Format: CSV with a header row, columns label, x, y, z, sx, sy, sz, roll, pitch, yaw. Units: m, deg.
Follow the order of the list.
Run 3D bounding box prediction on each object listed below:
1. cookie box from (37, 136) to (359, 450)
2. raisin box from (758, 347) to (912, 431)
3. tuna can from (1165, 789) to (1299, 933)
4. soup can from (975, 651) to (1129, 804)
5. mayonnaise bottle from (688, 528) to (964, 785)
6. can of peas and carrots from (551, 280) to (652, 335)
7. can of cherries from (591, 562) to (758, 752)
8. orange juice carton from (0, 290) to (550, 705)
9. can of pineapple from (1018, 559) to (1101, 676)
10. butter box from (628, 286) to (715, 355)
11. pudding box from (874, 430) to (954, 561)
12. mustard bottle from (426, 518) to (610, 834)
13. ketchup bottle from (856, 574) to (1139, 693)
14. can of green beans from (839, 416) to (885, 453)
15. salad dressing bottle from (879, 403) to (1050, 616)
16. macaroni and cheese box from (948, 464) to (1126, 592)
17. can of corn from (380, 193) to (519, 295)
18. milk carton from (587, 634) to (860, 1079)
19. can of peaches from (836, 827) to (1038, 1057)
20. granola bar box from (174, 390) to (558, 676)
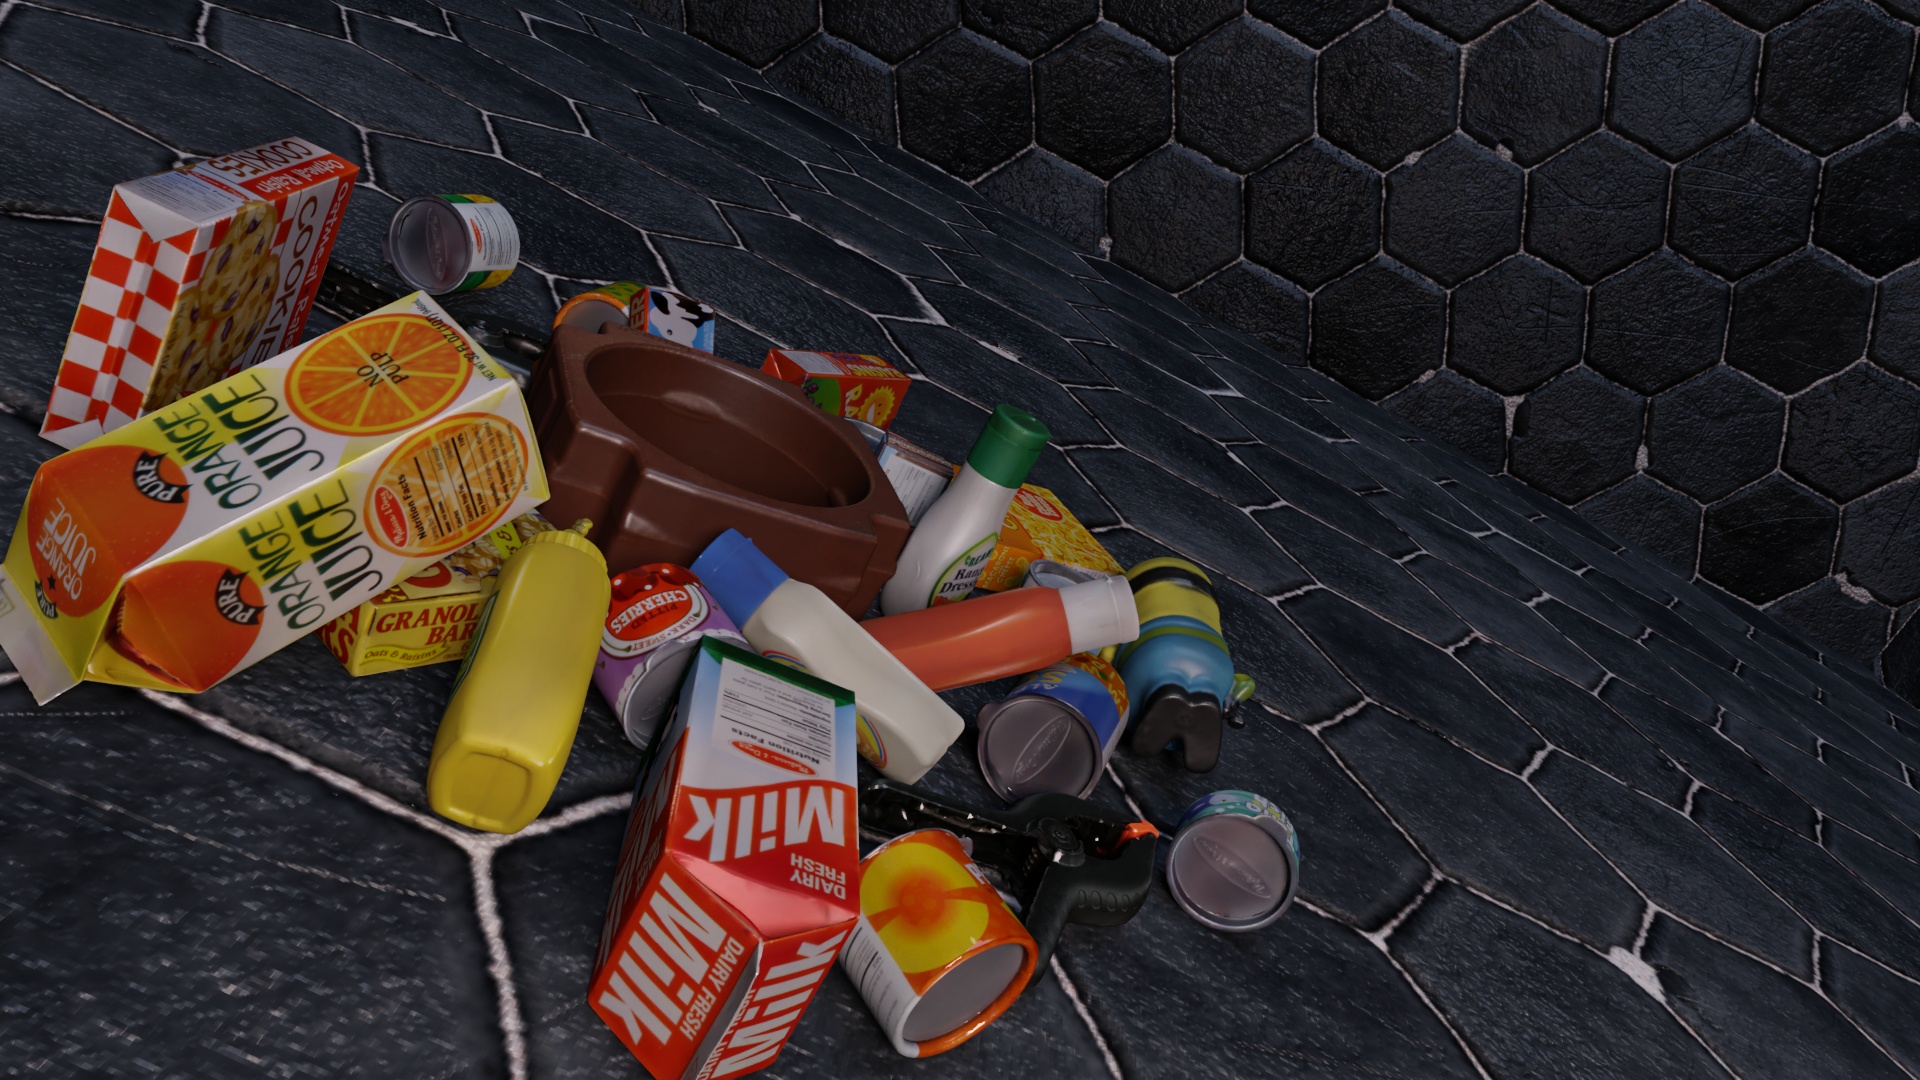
label,x,y,z,sx,sy,sz,roll,pitch,yaw
cookie box,-0.353,-0.119,0.656,0.040,0.122,0.168,26,20,-11
raisin box,-0.097,-0.087,0.970,0.040,0.085,0.123,36,21,24
tuna can,0.142,0.162,0.713,0.071,0.071,0.033,31,19,7
soup can,0.050,0.099,0.748,0.071,0.071,0.084,32,20,8
mayonnaise bottle,-0.067,0.056,0.670,0.148,0.064,0.041,41,62,1
can of peas and carrots,-0.237,-0.139,0.944,0.071,0.070,0.059,29,21,1
can of cherries,-0.132,0.050,0.621,0.071,0.071,0.058,8,29,-45
orange juice carton,-0.263,-0.012,0.527,0.193,0.072,0.072,-34,59,-28
can of pineapple,0.061,0.054,0.882,0.071,0.057,0.071,26,20,-10
butter box,-0.188,-0.109,0.901,0.053,0.024,0.104,12,70,-41
pudding box,-0.044,-0.022,0.889,0.049,0.083,0.030,24,18,-13
mustard bottle,-0.173,0.041,0.565,0.049,0.065,0.161,22,34,-18
ketchup bottle,0.019,0.051,0.742,0.149,0.043,0.065,-12,13,-3
can of green beans,-0.071,-0.042,0.938,0.071,0.057,0.071,25,20,-10
salad dressing bottle,0.003,-0.010,0.830,0.044,0.147,0.064,38,22,24
macaroni and cheese box,0.023,-0.009,1.006,0.166,0.040,0.124,13,24,-36
can of corn,-0.348,-0.203,0.950,0.071,0.071,0.058,32,19,7
milk carton,-0.085,0.120,0.517,0.073,0.072,0.191,23,20,-15
can of peaches,-0.010,0.154,0.536,0.071,0.071,0.058,8,29,-44
granola bar box,-0.263,-0.011,0.638,0.166,0.039,0.124,38,22,24
